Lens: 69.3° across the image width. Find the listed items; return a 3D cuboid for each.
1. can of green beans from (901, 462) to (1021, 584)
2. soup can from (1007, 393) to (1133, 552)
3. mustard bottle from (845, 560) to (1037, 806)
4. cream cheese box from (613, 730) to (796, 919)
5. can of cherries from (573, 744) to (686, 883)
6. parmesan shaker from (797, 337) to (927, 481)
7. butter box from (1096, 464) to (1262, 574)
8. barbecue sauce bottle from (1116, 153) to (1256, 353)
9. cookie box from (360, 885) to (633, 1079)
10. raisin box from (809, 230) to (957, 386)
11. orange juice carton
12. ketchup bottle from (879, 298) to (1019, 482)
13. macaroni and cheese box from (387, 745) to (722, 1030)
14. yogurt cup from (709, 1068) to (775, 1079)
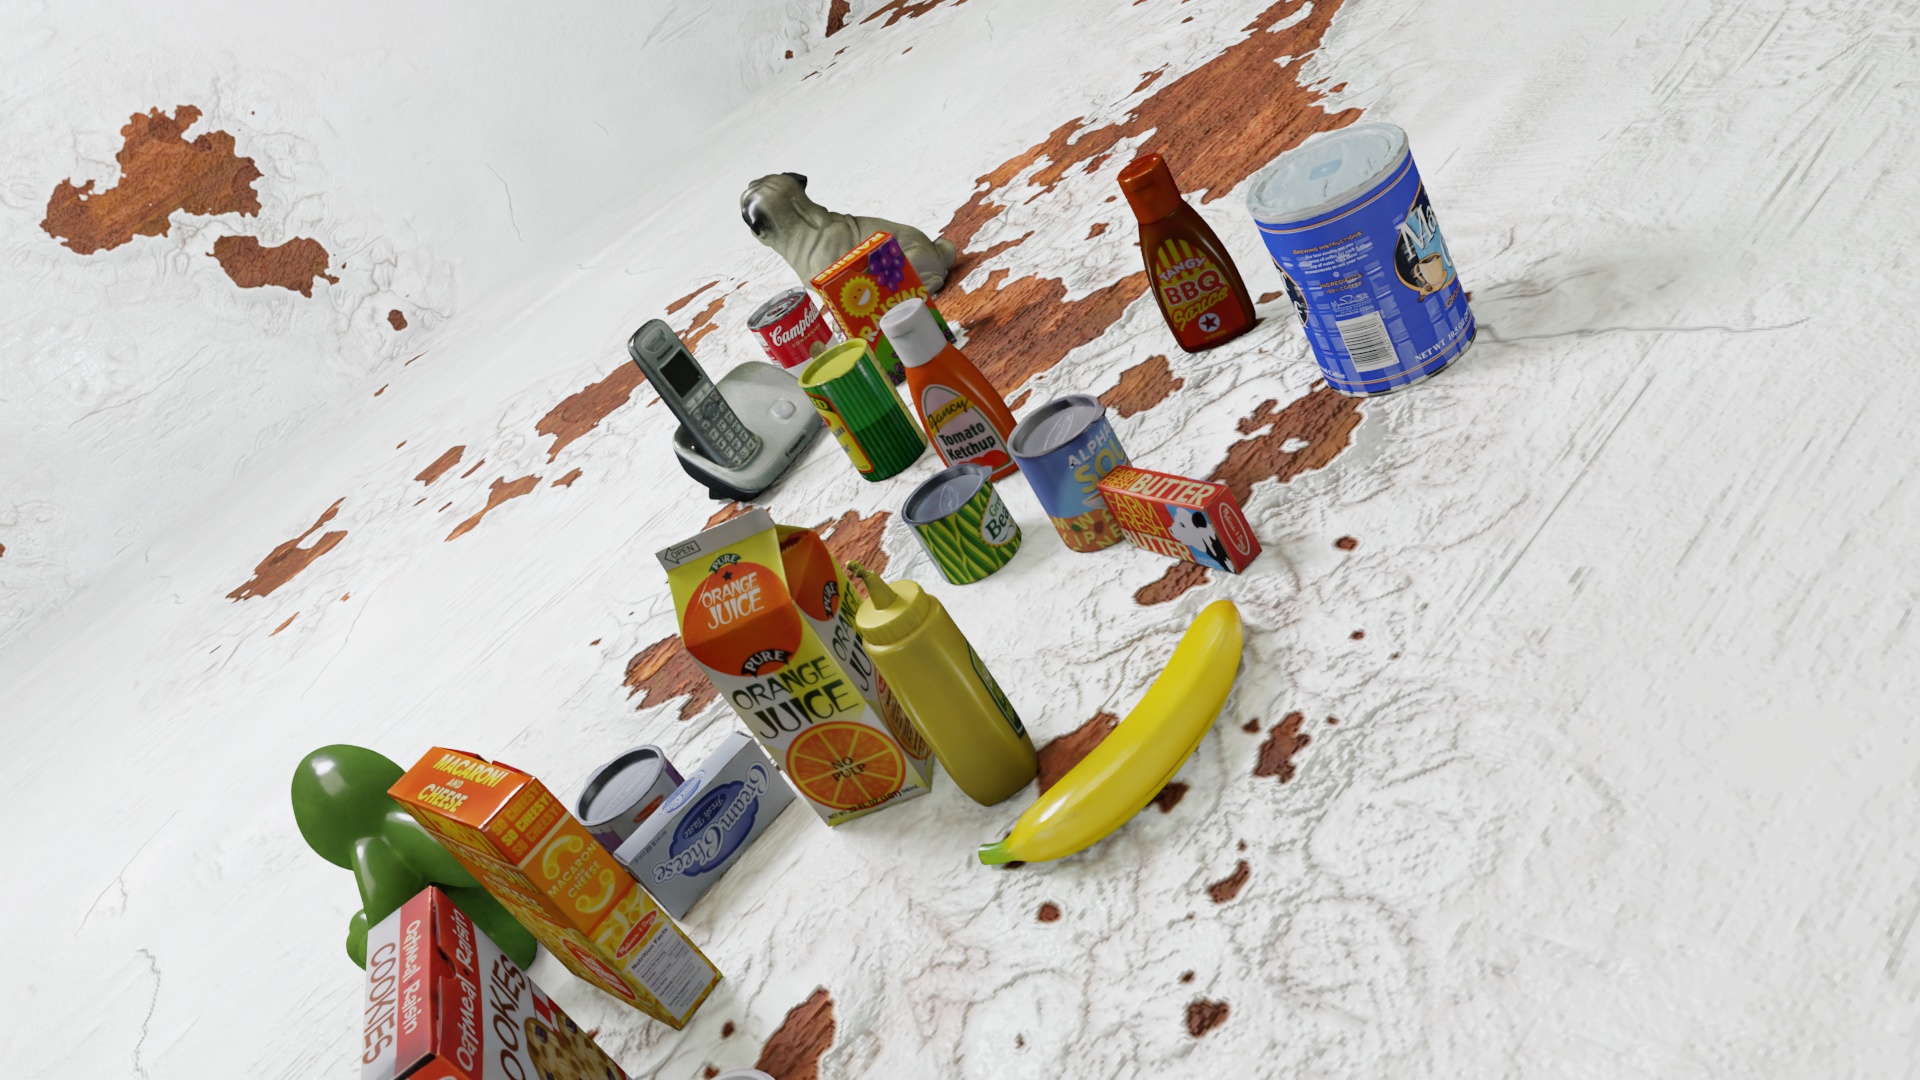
[{"bbox_3d":[0.001,-0.011,0.965,0.071,0.057,0.071,-25,28,15],"label":"can of green beans"},{"bbox_3d":[0.081,-0.044,0.908,0.071,0.083,0.072,-25,28,15],"label":"soup can"},{"bbox_3d":[-0.014,0.070,0.738,0.049,0.159,0.065,-31,27,3],"label":"mustard bottle"},{"bbox_3d":[-0.151,0.170,0.832,0.104,0.053,0.024,-46,30,-25],"label":"cream cheese box"},{"bbox_3d":[-0.199,0.171,0.873,0.071,0.058,0.072,-25,28,15],"label":"can of cherries"},{"bbox_3d":[-0.079,-0.107,1.153,0.071,0.102,0.071,-25,28,15],"label":"parmesan shaker"},{"bbox_3d":[0.130,-0.014,0.841,0.024,0.053,0.103,-43,29,-18],"label":"butter box"},{"bbox_3d":[0.163,-0.213,1.029,0.065,0.148,0.044,-20,30,23],"label":"barbecue sauce bottle"},{"bbox_3d":[-0.199,0.250,0.627,0.040,0.167,0.123,-36,27,-6],"label":"cookie box"},{"bbox_3d":[-0.072,-0.214,1.299,0.086,0.123,0.040,-38,28,-9],"label":"raisin box"},{"bbox_3d":[-0.090,0.065,0.788,0.071,0.192,0.073,-23,29,18],"label":"orange juice carton"},{"bbox_3d":[-0.008,-0.110,1.037,0.064,0.148,0.044,-19,30,25],"label":"ketchup bottle"},{"bbox_3d":[-0.220,0.186,0.754,0.123,0.166,0.040,1,42,47],"label":"macaroni and cheese box"},{"bbox_3d":[-0.093,0.274,0.602,0.072,0.053,0.073,-25,28,15],"label":"yogurt cup"}]
